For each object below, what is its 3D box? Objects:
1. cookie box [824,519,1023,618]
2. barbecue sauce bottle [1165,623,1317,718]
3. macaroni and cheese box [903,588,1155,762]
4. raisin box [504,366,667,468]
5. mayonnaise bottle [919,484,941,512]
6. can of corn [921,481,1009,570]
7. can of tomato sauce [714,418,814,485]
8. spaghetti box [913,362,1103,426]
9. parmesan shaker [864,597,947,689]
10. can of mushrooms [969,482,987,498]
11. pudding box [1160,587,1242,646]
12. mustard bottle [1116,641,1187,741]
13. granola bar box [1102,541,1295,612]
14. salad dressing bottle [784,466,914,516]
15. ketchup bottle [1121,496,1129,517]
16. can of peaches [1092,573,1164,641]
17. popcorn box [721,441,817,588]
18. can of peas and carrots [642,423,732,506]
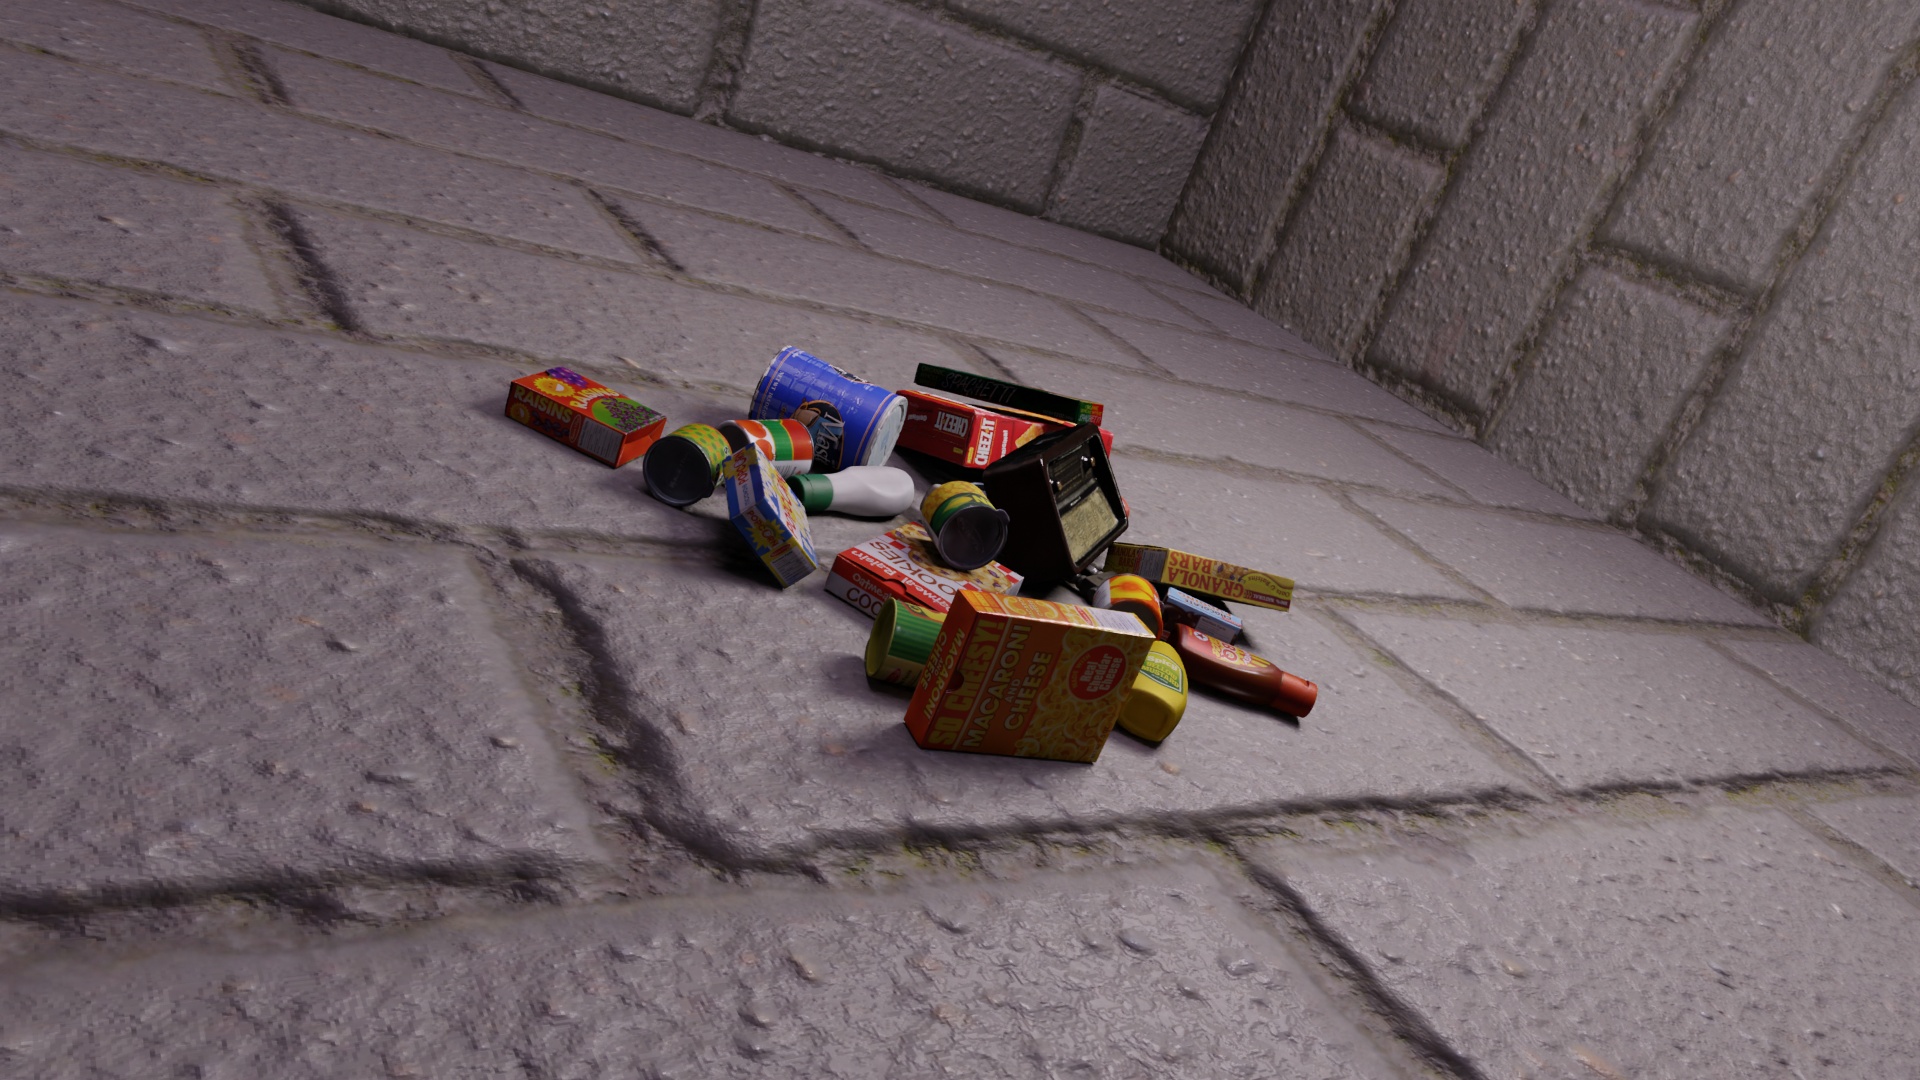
[{"bbox_3d":[-0.030,0.038,1.275,0.123,0.040,0.168,30,22,16],"label":"cookie box"},{"bbox_3d":[0.273,0.130,1.356,0.148,0.043,0.065,22,20,-3],"label":"barbecue sauce bottle"},{"bbox_3d":[0.055,0.107,1.079,0.167,0.123,0.040,10,23,-30],"label":"macaroni and cheese box"},{"bbox_3d":[-0.357,-0.120,1.326,0.123,0.040,0.086,25,22,8],"label":"raisin box"},{"bbox_3d":[0.004,-0.026,1.409,0.065,0.041,0.148,32,4,11],"label":"mayonnaise bottle"},{"bbox_3d":[0.005,-0.016,1.287,0.071,0.071,0.058,12,22,-26],"label":"can of corn"},{"bbox_3d":[-0.198,-0.088,1.370,0.071,0.071,0.083,36,25,30],"label":"can of tomato sauce"},{"bbox_3d":[0.053,-0.173,1.635,0.250,0.028,0.050,18,10,37],"label":"spaghetti box"},{"bbox_3d":[-0.018,0.092,1.127,0.103,0.071,0.071,17,22,-17],"label":"parmesan shaker"},{"bbox_3d":[0.032,-0.033,1.518,0.071,0.033,0.071,20,21,-8],"label":"can of mushrooms"},{"bbox_3d":[0.239,0.088,1.414,0.084,0.049,0.030,24,19,3],"label":"pudding box"},{"bbox_3d":[0.174,0.126,1.258,0.065,0.048,0.161,27,21,3],"label":"mustard bottle"},{"bbox_3d":[0.257,0.038,1.502,0.166,0.039,0.124,13,-2,-24],"label":"granola bar box"},{"bbox_3d":[-0.113,-0.049,1.398,0.148,0.043,0.064,-3,35,-47],"label":"salad dressing bottle"},{"bbox_3d":[0.122,-0.045,1.623,0.149,0.043,0.065,10,19,-28],"label":"ketchup bottle"},{"bbox_3d":[0.164,0.074,1.347,0.071,0.071,0.058,21,21,-4],"label":"can of peaches"},{"bbox_3d":[-0.170,-0.024,1.228,0.085,0.038,0.127,55,5,-29],"label":"popcorn box"},{"bbox_3d":[-0.248,-0.069,1.278,0.071,0.070,0.059,24,20,4],"label":"can of peas and carrots"}]
